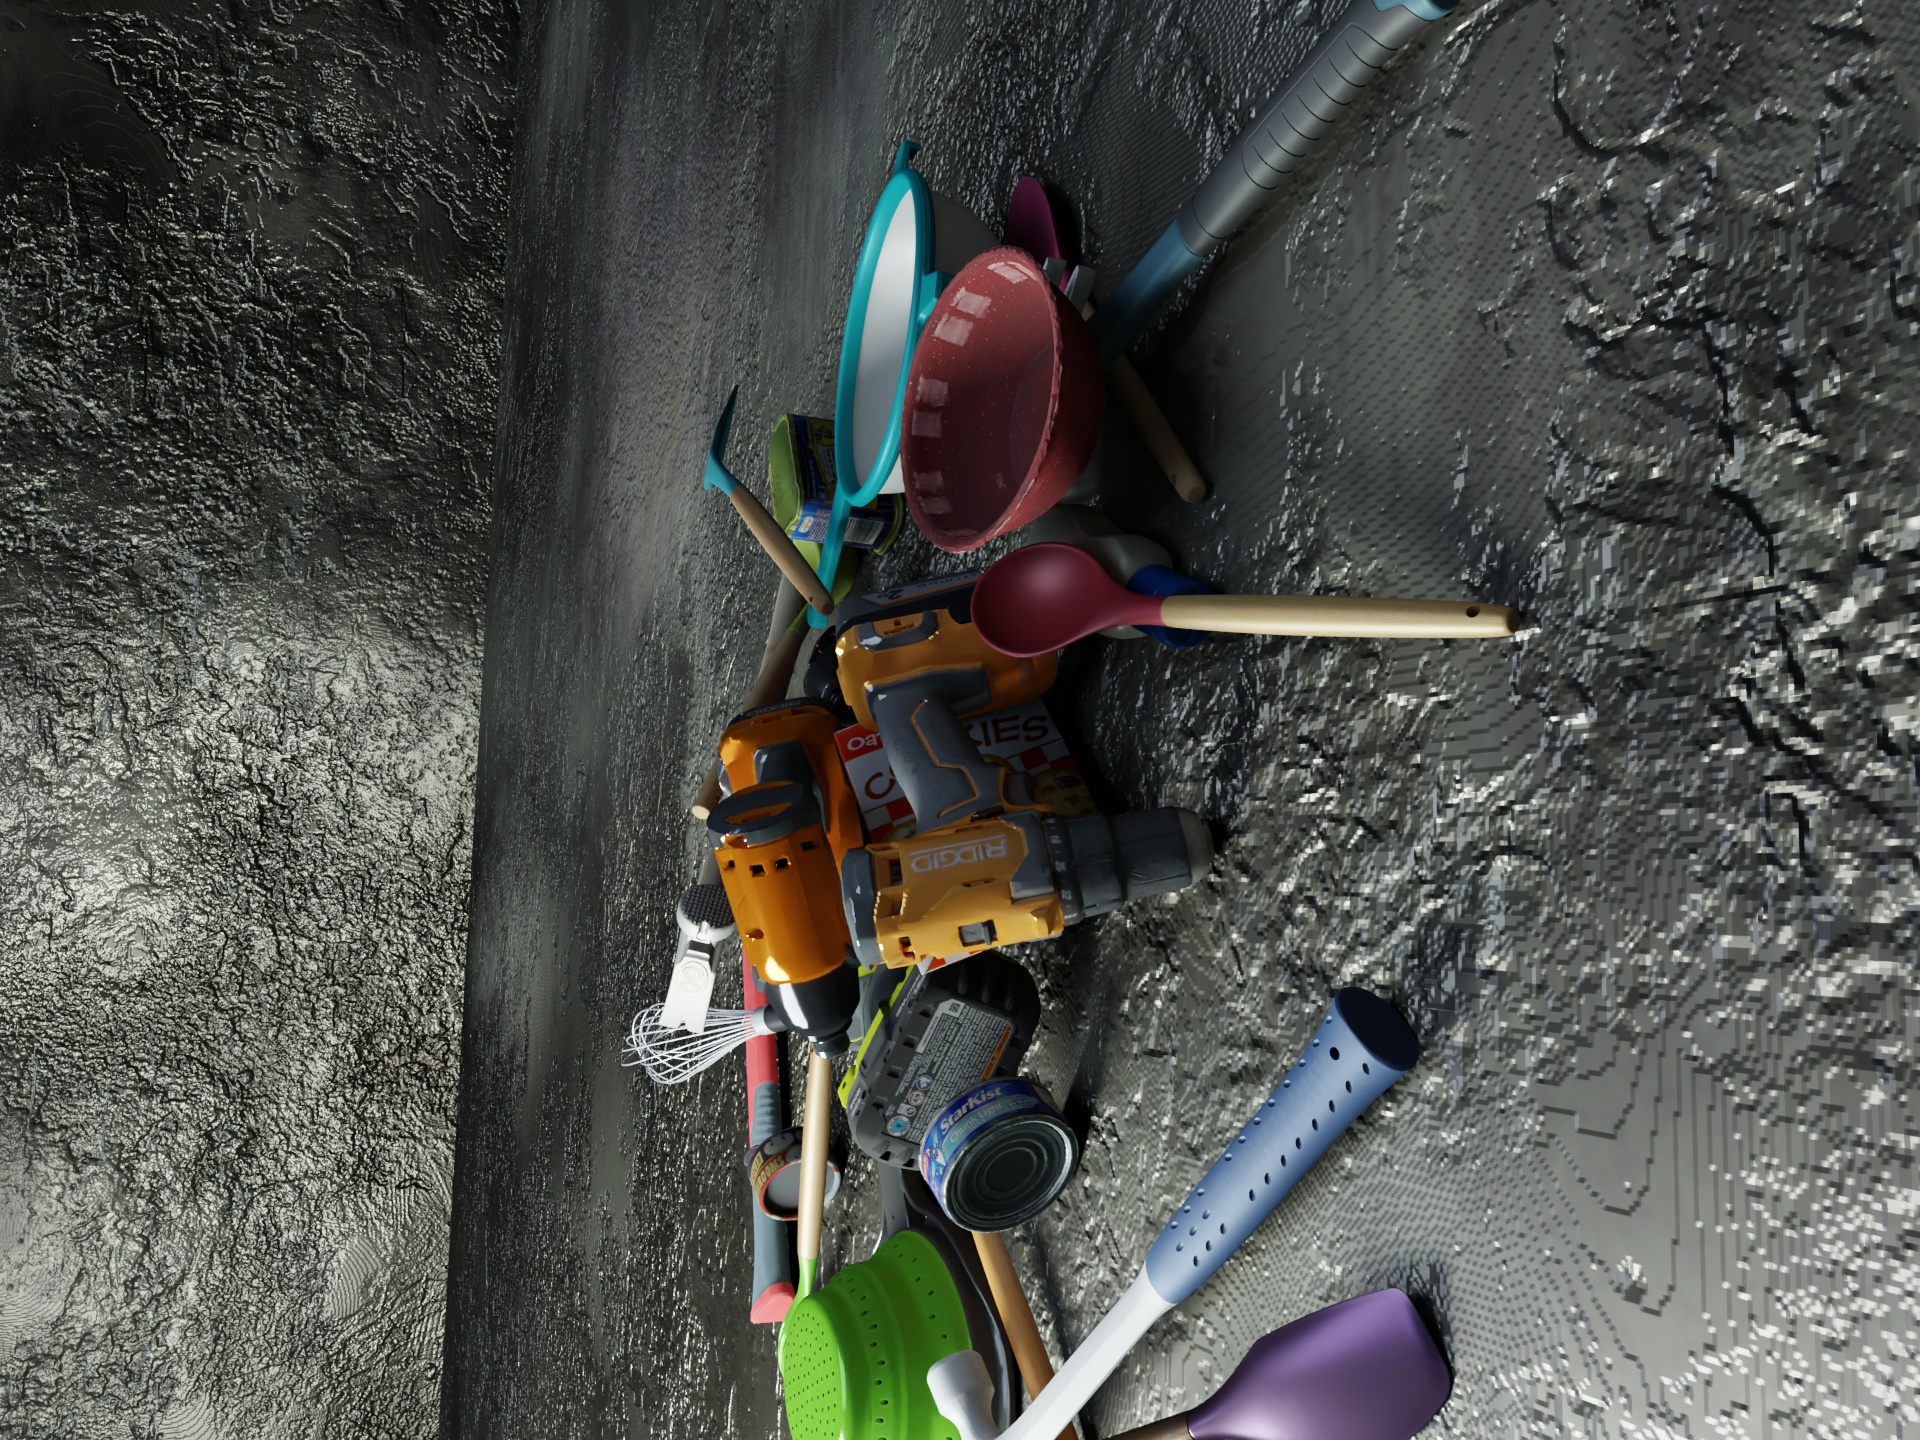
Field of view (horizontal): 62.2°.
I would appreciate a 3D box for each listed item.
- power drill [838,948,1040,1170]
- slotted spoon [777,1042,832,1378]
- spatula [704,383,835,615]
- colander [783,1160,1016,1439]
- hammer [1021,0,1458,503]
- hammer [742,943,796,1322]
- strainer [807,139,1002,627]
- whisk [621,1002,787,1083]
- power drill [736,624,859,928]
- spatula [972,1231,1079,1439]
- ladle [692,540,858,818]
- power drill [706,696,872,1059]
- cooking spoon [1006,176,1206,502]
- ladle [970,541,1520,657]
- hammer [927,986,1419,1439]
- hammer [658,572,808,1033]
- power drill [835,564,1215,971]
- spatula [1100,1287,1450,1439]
[{"bbox_3d":[-0.031,0.159,0.989,0.171,0.080,0.223,-64,20,9],"label":"power drill"},{"bbox_3d":[-0.110,0.366,1.161,0.070,0.031,0.313,-139,51,-63],"label":"slotted spoon"},{"bbox_3d":[-0.144,-0.157,1.175,0.318,0.044,0.082,52,132,48],"label":"spatula"},{"bbox_3d":[-0.066,0.345,1.043,0.204,0.094,0.397,-52,42,49],"label":"colander"},{"bbox_3d":[0.125,-0.250,0.791,0.331,0.033,0.128,-43,49,48],"label":"hammer"},{"bbox_3d":[-0.171,0.298,1.331,0.143,0.038,0.387,142,127,-58],"label":"hammer"},{"bbox_3d":[-0.029,-0.190,1.061,0.211,0.095,0.340,-101,22,-46],"label":"strainer"},{"bbox_3d":[-0.172,0.241,1.258,0.284,0.070,0.070,-21,66,39],"label":"whisk"},{"bbox_3d":[-0.098,0.046,1.144,0.143,0.078,0.219,-98,21,-75],"label":"power drill"},{"bbox_3d":[0.029,0.317,0.938,0.081,0.041,0.323,-63,38,38],"label":"spatula"},{"bbox_3d":[-0.141,-0.045,1.156,0.320,0.062,0.078,-69,-18,-46],"label":"ladle"},{"bbox_3d":[-0.097,0.090,0.959,0.227,0.084,0.164,-103,-1,-71],"label":"power drill"},{"bbox_3d":[0.078,-0.226,0.926,0.319,0.017,0.068,-111,27,-42],"label":"cooking spoon"},{"bbox_3d":[0.117,-0.052,0.742,0.315,0.031,0.069,7,68,51],"label":"ladle"},{"bbox_3d":[0.096,0.279,0.763,0.405,0.035,0.144,-62,41,33],"label":"hammer"},{"bbox_3d":[-0.158,0.036,1.195,0.411,0.038,0.146,-81,8,-45],"label":"hammer"},{"bbox_3d":[0.024,0.019,0.847,0.084,0.185,0.226,77,-177,-48],"label":"power drill"},{"bbox_3d":[0.092,0.331,0.725,0.316,0.018,0.060,-39,67,37],"label":"spatula"}]
